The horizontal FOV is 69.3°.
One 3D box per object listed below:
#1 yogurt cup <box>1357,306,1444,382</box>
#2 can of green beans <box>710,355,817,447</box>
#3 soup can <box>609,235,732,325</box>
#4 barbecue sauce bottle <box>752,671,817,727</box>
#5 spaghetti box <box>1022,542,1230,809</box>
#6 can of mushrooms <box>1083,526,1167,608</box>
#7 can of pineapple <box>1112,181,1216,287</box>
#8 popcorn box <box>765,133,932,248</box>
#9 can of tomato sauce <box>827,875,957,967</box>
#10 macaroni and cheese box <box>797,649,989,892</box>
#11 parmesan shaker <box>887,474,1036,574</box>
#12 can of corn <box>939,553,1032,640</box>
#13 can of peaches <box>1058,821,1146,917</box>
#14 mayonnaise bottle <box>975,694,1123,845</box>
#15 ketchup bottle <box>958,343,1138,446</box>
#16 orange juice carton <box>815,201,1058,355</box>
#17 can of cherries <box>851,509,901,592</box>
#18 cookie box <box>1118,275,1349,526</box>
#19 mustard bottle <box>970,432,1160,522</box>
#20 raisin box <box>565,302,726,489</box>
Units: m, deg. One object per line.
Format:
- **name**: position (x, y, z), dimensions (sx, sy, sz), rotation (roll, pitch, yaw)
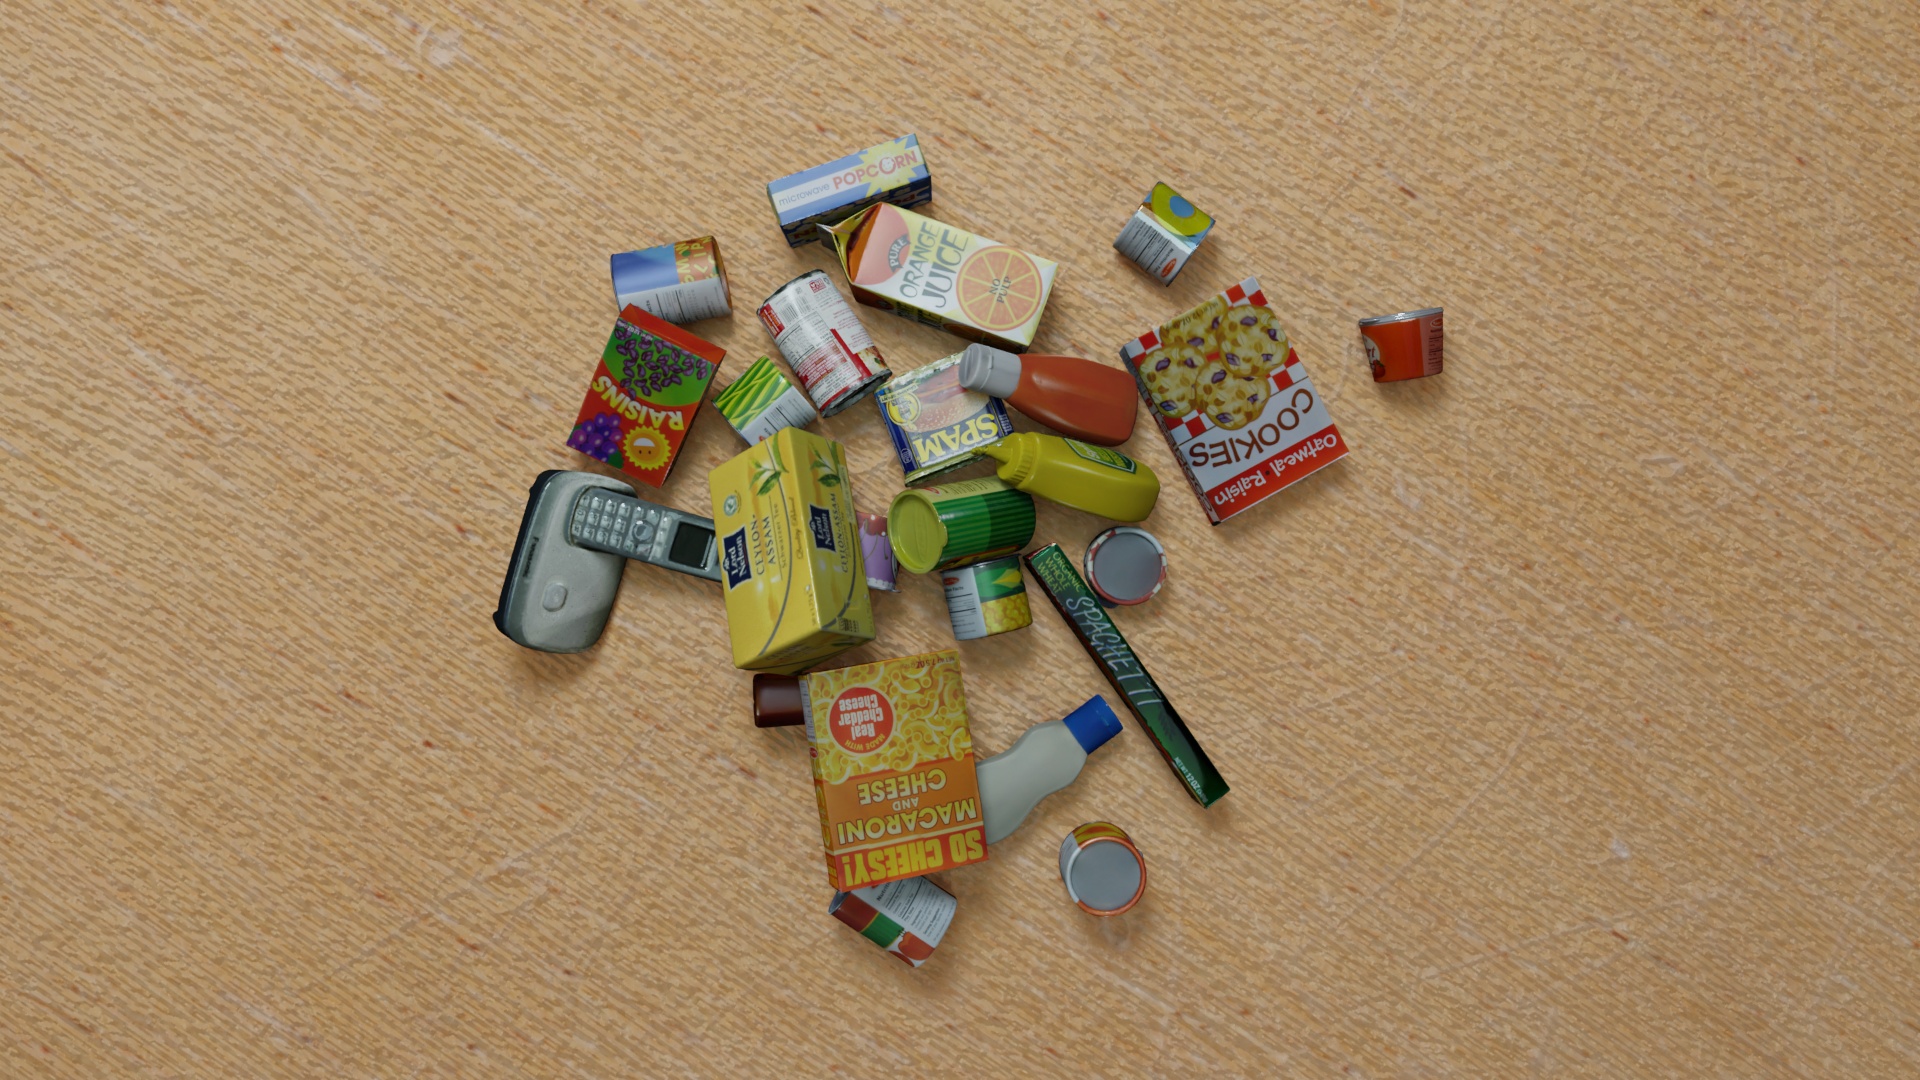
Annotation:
- **yogurt cup**: position (0.365, -0.160, 1.141), dimensions (0.072, 0.072, 0.054), rotation (-10, 98, -1)
- **can of green beans**: position (-0.159, -0.107, 1.125), dimensions (0.058, 0.071, 0.071), rotation (-42, 90, -2)
- **soup can**: position (-0.234, -0.210, 1.126), dimensions (0.084, 0.071, 0.071), rotation (-12, 90, -2)
- **barbecue sauce bottle**: position (-0.093, 0.126, 1.127), dimensions (0.149, 0.064, 0.044), rotation (-2, 81, -10)
- **spaghetti box**: position (0.134, 0.108, 1.136), dimensions (0.029, 0.050, 0.250), rotation (-35, 90, -3)
- **can of mushrooms**: position (0.135, 0.023, 1.146), dimensions (0.071, 0.033, 0.071), rotation (0, 89, -2)
- **can of pineapple**: position (0.167, -0.252, 1.137), dimensions (0.058, 0.071, 0.071), rotation (36, 89, -1)
- **popcorn box**: position (-0.088, -0.280, 1.120), dimensions (0.127, 0.085, 0.038), rotation (-19, 89, -1)
- **can of tomato sauce**: position (-0.055, 0.295, 1.120), dimensions (0.083, 0.071, 0.071), rotation (34, 89, -4)
- **macaroni and cheese box**: position (-0.052, 0.176, 1.082), dimensions (0.124, 0.040, 0.166), rotation (-8, 87, -18)
- **parmesan shaker**: position (0.004, -0.014, 1.102), dimensions (0.103, 0.071, 0.071), rotation (-11, 90, -40)
- **can of corn**: position (0.023, 0.046, 1.128), dimensions (0.071, 0.071, 0.058), rotation (-12, 90, -1)
- **can of peaches**: position (0.117, 0.266, 1.129), dimensions (0.071, 0.058, 0.071), rotation (0, 89, -1)
- **mayonnaise bottle**: position (0.064, 0.183, 1.139), dimensions (0.148, 0.041, 0.065), rotation (-35, 90, -3)
- **ketchup bottle**: position (0.071, -0.122, 1.113), dimensions (0.149, 0.043, 0.065), rotation (14, 74, -26)
- **orange juice carton**: position (-0.024, -0.216, 1.127), dimensions (0.193, 0.072, 0.073), rotation (19, 88, -1)
- **can of cherries**: position (-0.077, 0.007, 1.126), dimensions (0.071, 0.071, 0.058), rotation (13, 88, -1)
- **cookie box**: position (0.225, -0.114, 1.148), dimensions (0.123, 0.040, 0.167), rotation (-28, 89, -2)
- **mustard bottle**: position (0.081, -0.055, 1.105), dimensions (0.160, 0.065, 0.048), rotation (13, 111, -27)
- **raisin box**: position (-0.252, -0.114, 1.108), dimensions (0.086, 0.040, 0.123), rotation (25, 115, -10)
